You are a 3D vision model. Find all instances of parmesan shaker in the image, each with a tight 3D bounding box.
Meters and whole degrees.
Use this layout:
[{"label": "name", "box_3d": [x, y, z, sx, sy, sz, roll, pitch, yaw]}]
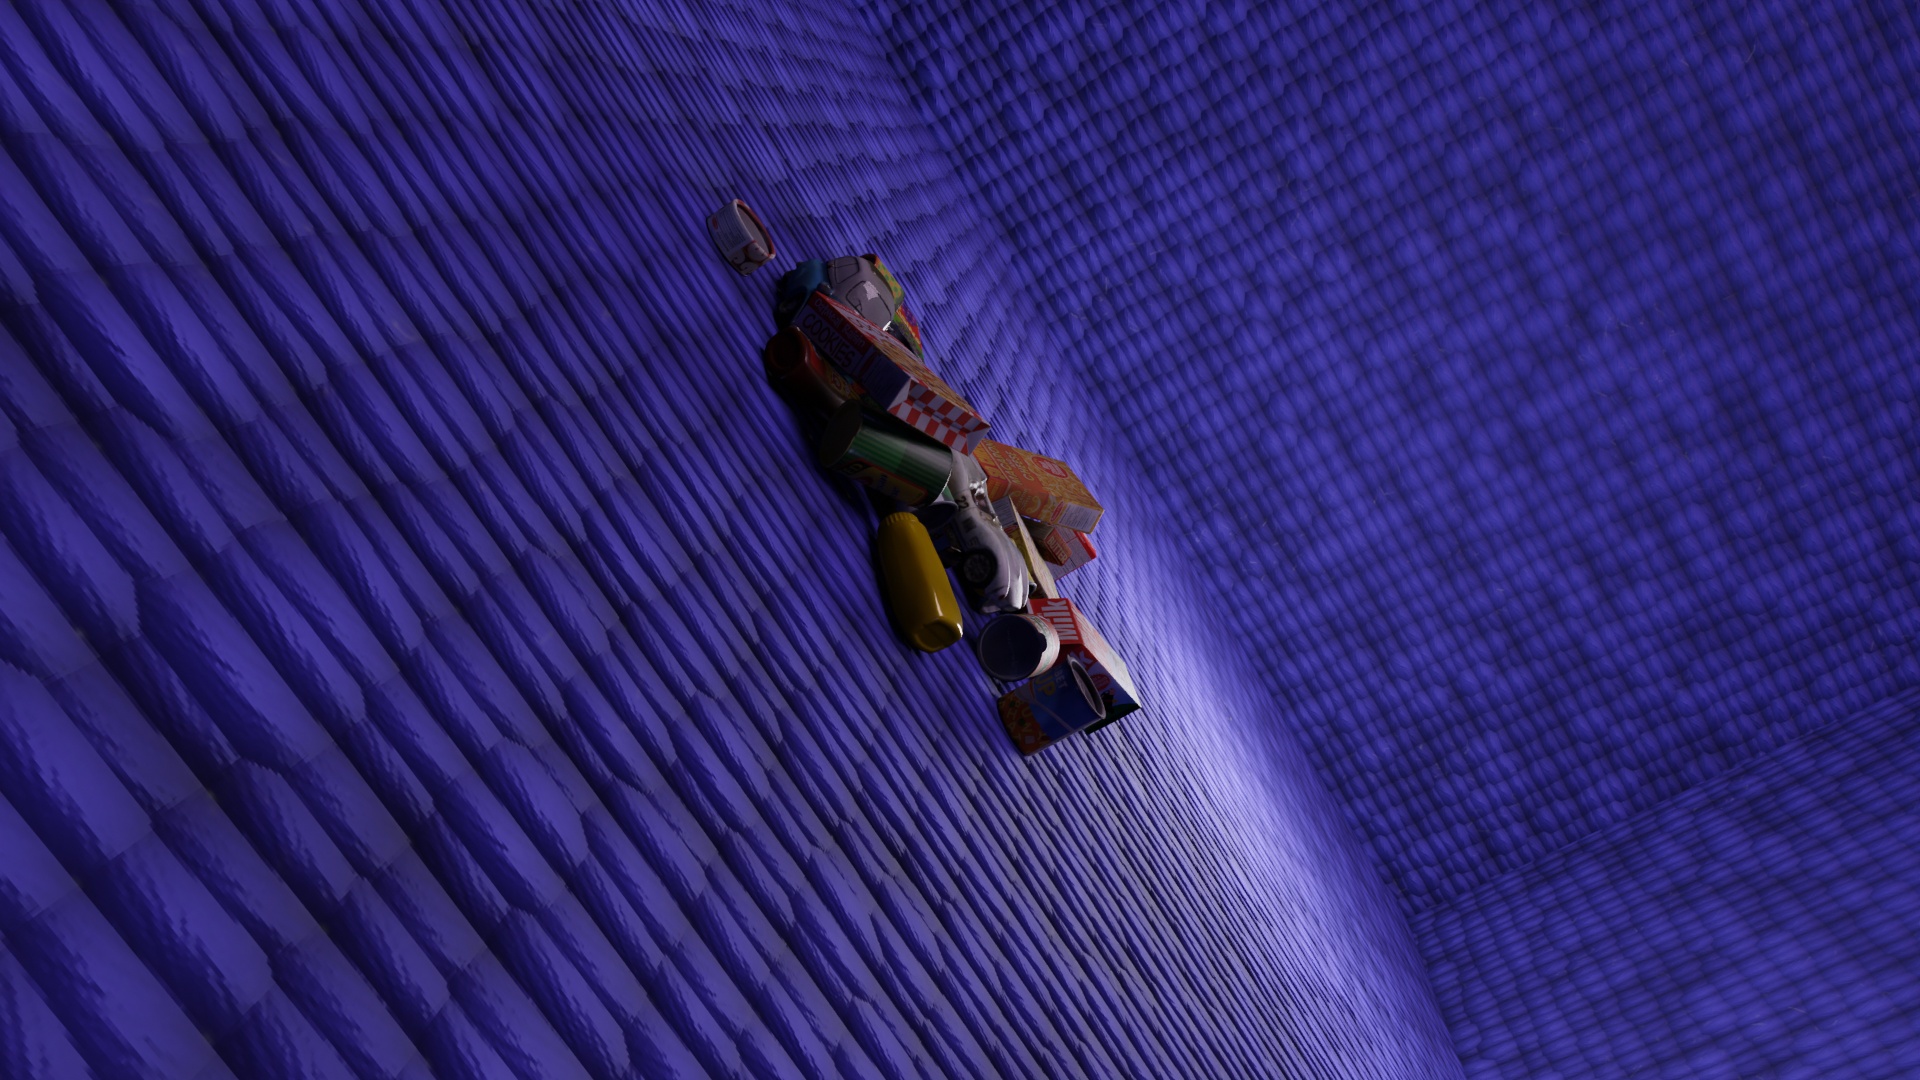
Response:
[{"label": "parmesan shaker", "box_3d": [-0.065, -0.076, 1.242, 0.103, 0.071, 0.071, 25, 30, -28]}]

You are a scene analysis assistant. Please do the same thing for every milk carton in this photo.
[{"label": "milk carton", "box_3d": [0.122, 0.132, 1.546, 0.190, 0.073, 0.073, 48, 18, -41]}]

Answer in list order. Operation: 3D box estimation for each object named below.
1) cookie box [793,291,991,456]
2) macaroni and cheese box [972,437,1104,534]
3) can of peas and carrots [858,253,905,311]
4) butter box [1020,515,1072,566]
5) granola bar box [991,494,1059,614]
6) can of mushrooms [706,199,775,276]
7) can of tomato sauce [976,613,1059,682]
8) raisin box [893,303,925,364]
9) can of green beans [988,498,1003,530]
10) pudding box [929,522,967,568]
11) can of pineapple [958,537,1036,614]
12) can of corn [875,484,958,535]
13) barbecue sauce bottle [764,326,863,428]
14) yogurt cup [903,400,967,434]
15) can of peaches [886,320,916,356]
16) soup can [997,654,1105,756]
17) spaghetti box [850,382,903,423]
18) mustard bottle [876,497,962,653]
[{"label": "cookie box", "box_3d": [-0.063, -0.154, 1.269, 0.123, 0.040, 0.168, 25, 16, -50]}, {"label": "macaroni and cheese box", "box_3d": [0.075, -0.070, 1.670, 0.166, 0.040, 0.124, 14, 25, -30]}, {"label": "can of peas and carrots", "box_3d": [-0.108, -0.294, 1.623, 0.058, 0.071, 0.071, 50, 17, -35]}, {"label": "butter box", "box_3d": [0.083, -0.005, 1.680, 0.103, 0.024, 0.053, 21, -24, 45]}, {"label": "granola bar box", "box_3d": [0.079, 0.045, 1.594, 0.165, 0.039, 0.125, 59, 10, -46]}, {"label": "can of mushrooms", "box_3d": [-0.207, -0.288, 1.323, 0.071, 0.033, 0.071, 54, 15, -21]}, {"label": "can of tomato sauce", "box_3d": [0.060, 0.105, 1.389, 0.071, 0.071, 0.083, 62, 13, 10]}, {"label": "raisin box", "box_3d": [-0.085, -0.259, 1.692, 0.086, 0.040, 0.124, 49, 18, -35]}, {"label": "can of green beans", "box_3d": [0.006, -0.019, 1.460, 0.071, 0.071, 0.058, 32, 31, -63]}, {"label": "pudding box", "box_3d": [-0.028, -0.017, 1.408, 0.049, 0.030, 0.084, 30, 32, -62]}, {"label": "can of pineapple", "box_3d": [0.037, 0.037, 1.457, 0.058, 0.071, 0.071, 64, 14, 18]}, {"label": "can of corn", "box_3d": [-0.044, -0.042, 1.332, 0.058, 0.071, 0.071, 65, 14, 22]}, {"label": "barbecue sauce bottle", "box_3d": [-0.121, -0.132, 1.284, 0.148, 0.043, 0.065, 46, 14, -46]}, {"label": "yogurt cup", "box_3d": [-0.034, -0.139, 1.447, 0.054, 0.072, 0.073, 47, 17, -20]}, {"label": "can of peaches", "box_3d": [-0.088, -0.205, 1.526, 0.071, 0.058, 0.071, 54, 15, -21]}, {"label": "soup can", "box_3d": [0.086, 0.159, 1.341, 0.071, 0.083, 0.071, 55, 14, -20]}, {"label": "spaghetti box", "box_3d": [-0.054, -0.105, 1.504, 0.249, 0.028, 0.050, 44, 22, -48]}, {"label": "mustard bottle", "box_3d": [-0.043, 0.024, 1.231, 0.065, 0.049, 0.161, 49, 16, -49]}]
